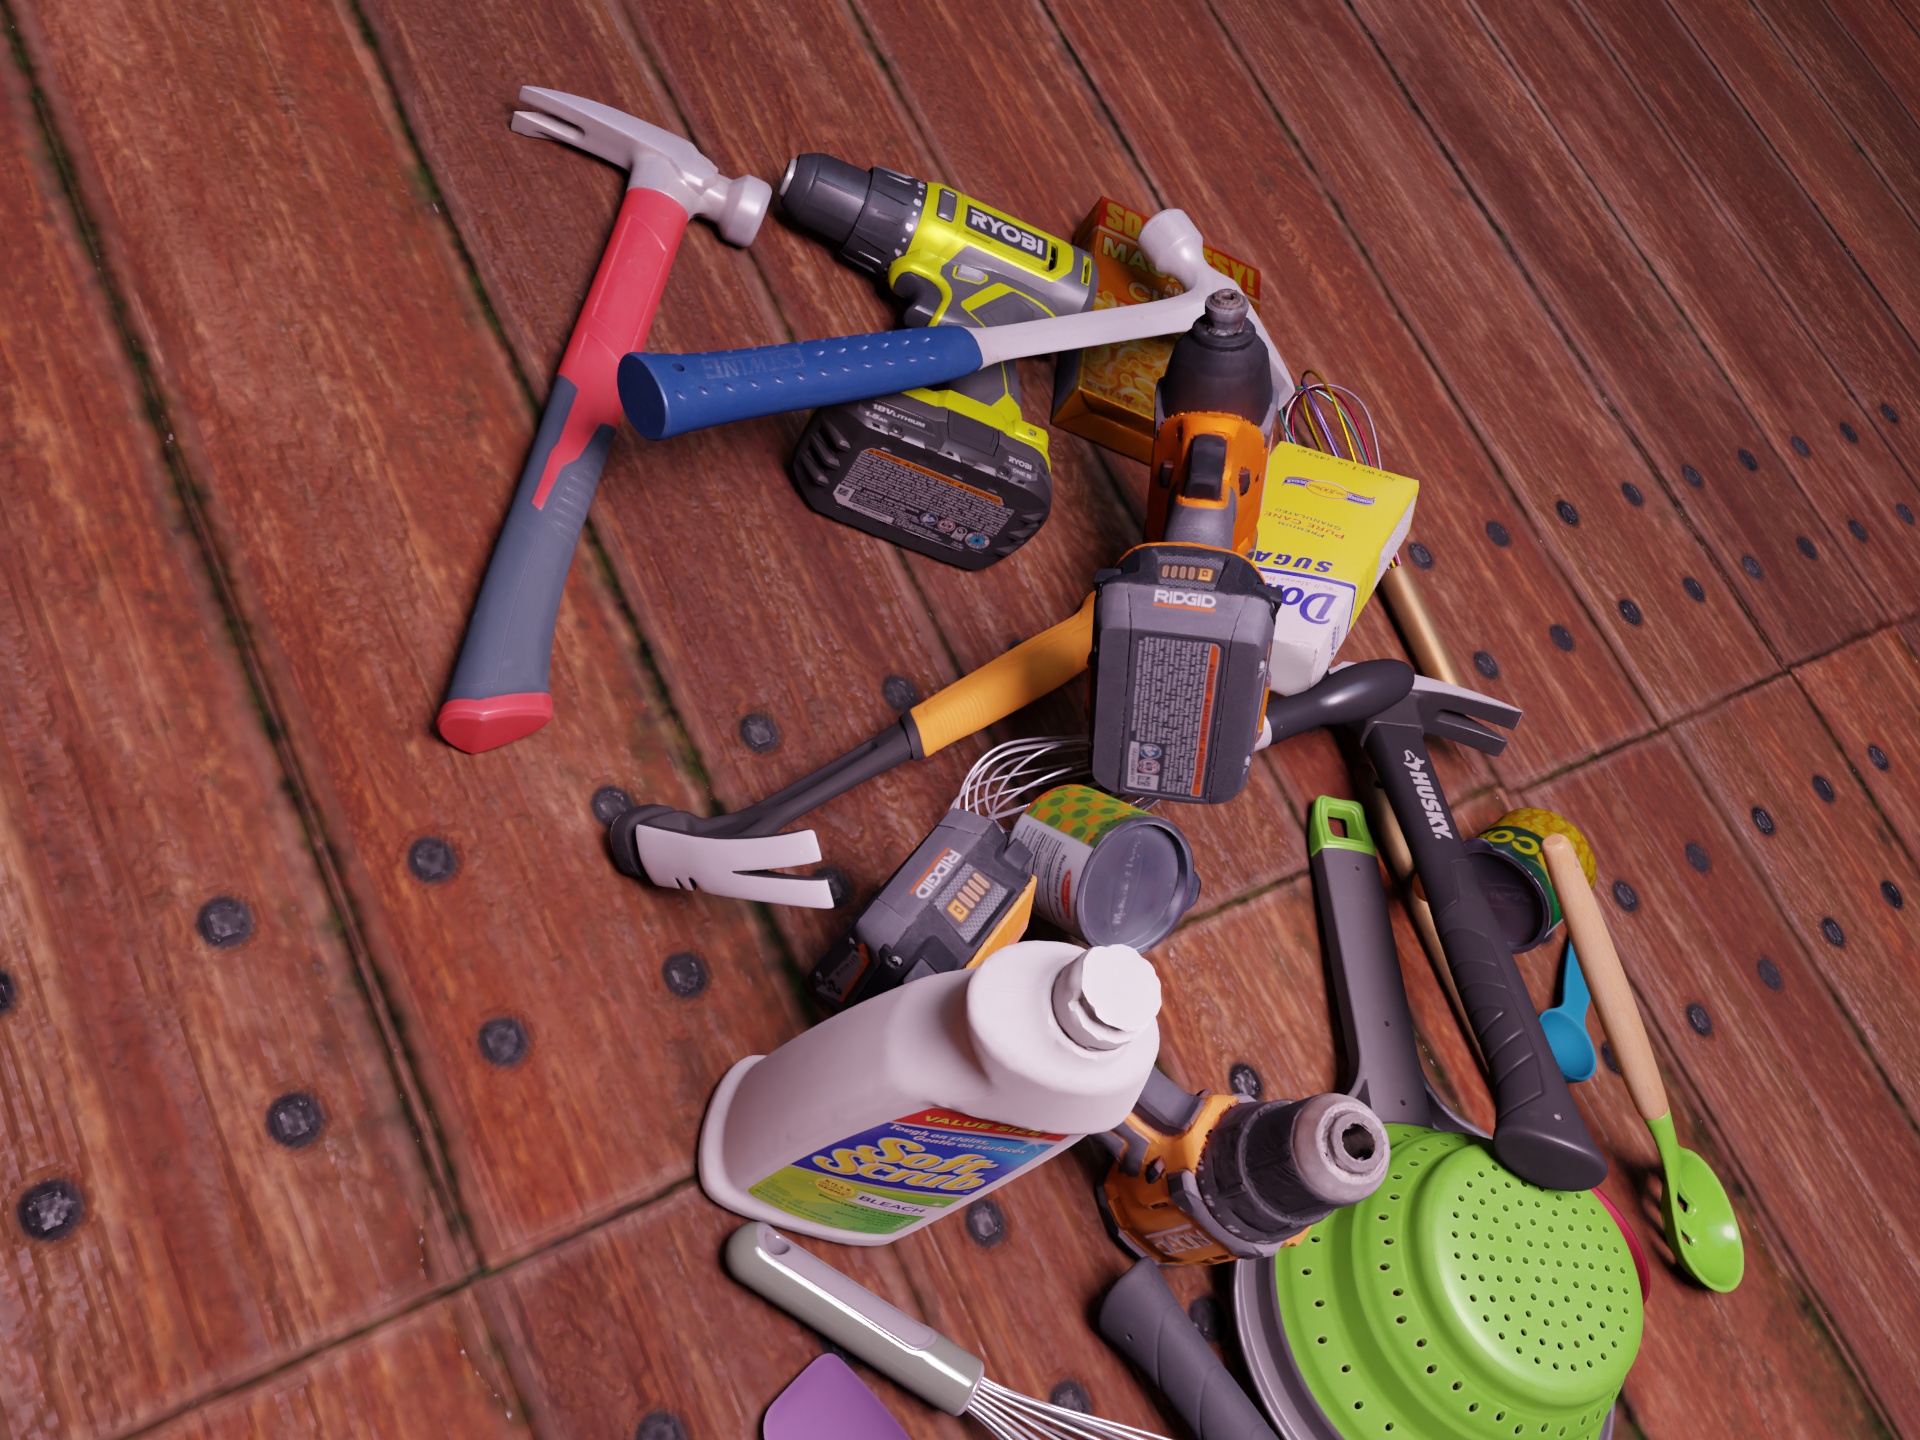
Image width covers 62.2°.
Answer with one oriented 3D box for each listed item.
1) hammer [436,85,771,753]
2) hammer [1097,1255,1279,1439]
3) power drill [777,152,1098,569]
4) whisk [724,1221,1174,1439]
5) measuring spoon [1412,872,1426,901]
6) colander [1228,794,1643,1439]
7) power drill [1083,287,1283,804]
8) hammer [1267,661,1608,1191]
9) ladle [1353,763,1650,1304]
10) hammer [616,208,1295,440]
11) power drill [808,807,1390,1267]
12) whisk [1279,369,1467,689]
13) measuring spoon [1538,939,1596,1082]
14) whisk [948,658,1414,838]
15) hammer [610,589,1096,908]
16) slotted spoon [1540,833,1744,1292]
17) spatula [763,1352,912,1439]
[{"bbox_3d":[-0.199,-0.160,0.782,0.143,0.038,0.387,20,56,-16],"label":"hammer"},{"bbox_3d":[0.189,0.397,0.637,0.036,0.149,0.409,-24,70,-40],"label":"hammer"},{"bbox_3d":[-0.022,-0.212,0.883,0.190,0.080,0.229,19,54,-18],"label":"power drill"},{"bbox_3d":[0.010,0.276,0.648,0.246,0.059,0.058,34,14,-3],"label":"whisk"},{"bbox_3d":[0.264,0.066,0.903,0.117,0.011,0.021,-62,135,-56],"label":"measuring spoon"},{"bbox_3d":[0.229,0.189,0.758,0.204,0.094,0.398,10,53,-17],"label":"colander"},{"bbox_3d":[0.114,-0.091,0.765,0.084,0.164,0.227,7,45,9],"label":"power drill"},{"bbox_3d":[0.254,0.087,0.805,0.146,0.035,0.335,6,40,-9],"label":"hammer"},{"bbox_3d":[0.283,0.165,0.867,0.069,0.031,0.316,-5,65,-34],"label":"ladle"},{"bbox_3d":[0.015,-0.188,0.814,0.405,0.035,0.144,-19,70,-38],"label":"hammer"},{"bbox_3d":[0.057,0.139,0.664,0.226,0.185,0.084,40,61,1],"label":"power drill"},{"bbox_3d":[0.263,-0.114,1.002,0.051,0.047,0.245,-11,73,-34],"label":"whisk"},{"bbox_3d":[0.348,0.159,0.915,0.042,0.021,0.129,39,43,-3],"label":"measuring spoon"},{"bbox_3d":[0.120,0.016,0.816,0.284,0.070,0.070,-17,73,-22],"label":"whisk"},{"bbox_3d":[-0.001,-0.002,0.767,0.337,0.127,0.034,-31,114,-42],"label":"hammer"},{"bbox_3d":[0.346,0.179,0.811,0.313,0.031,0.070,61,41,-25],"label":"slotted spoon"},{"bbox_3d":[0.032,0.385,0.615,0.316,0.018,0.060,49,46,5],"label":"spatula"}]
